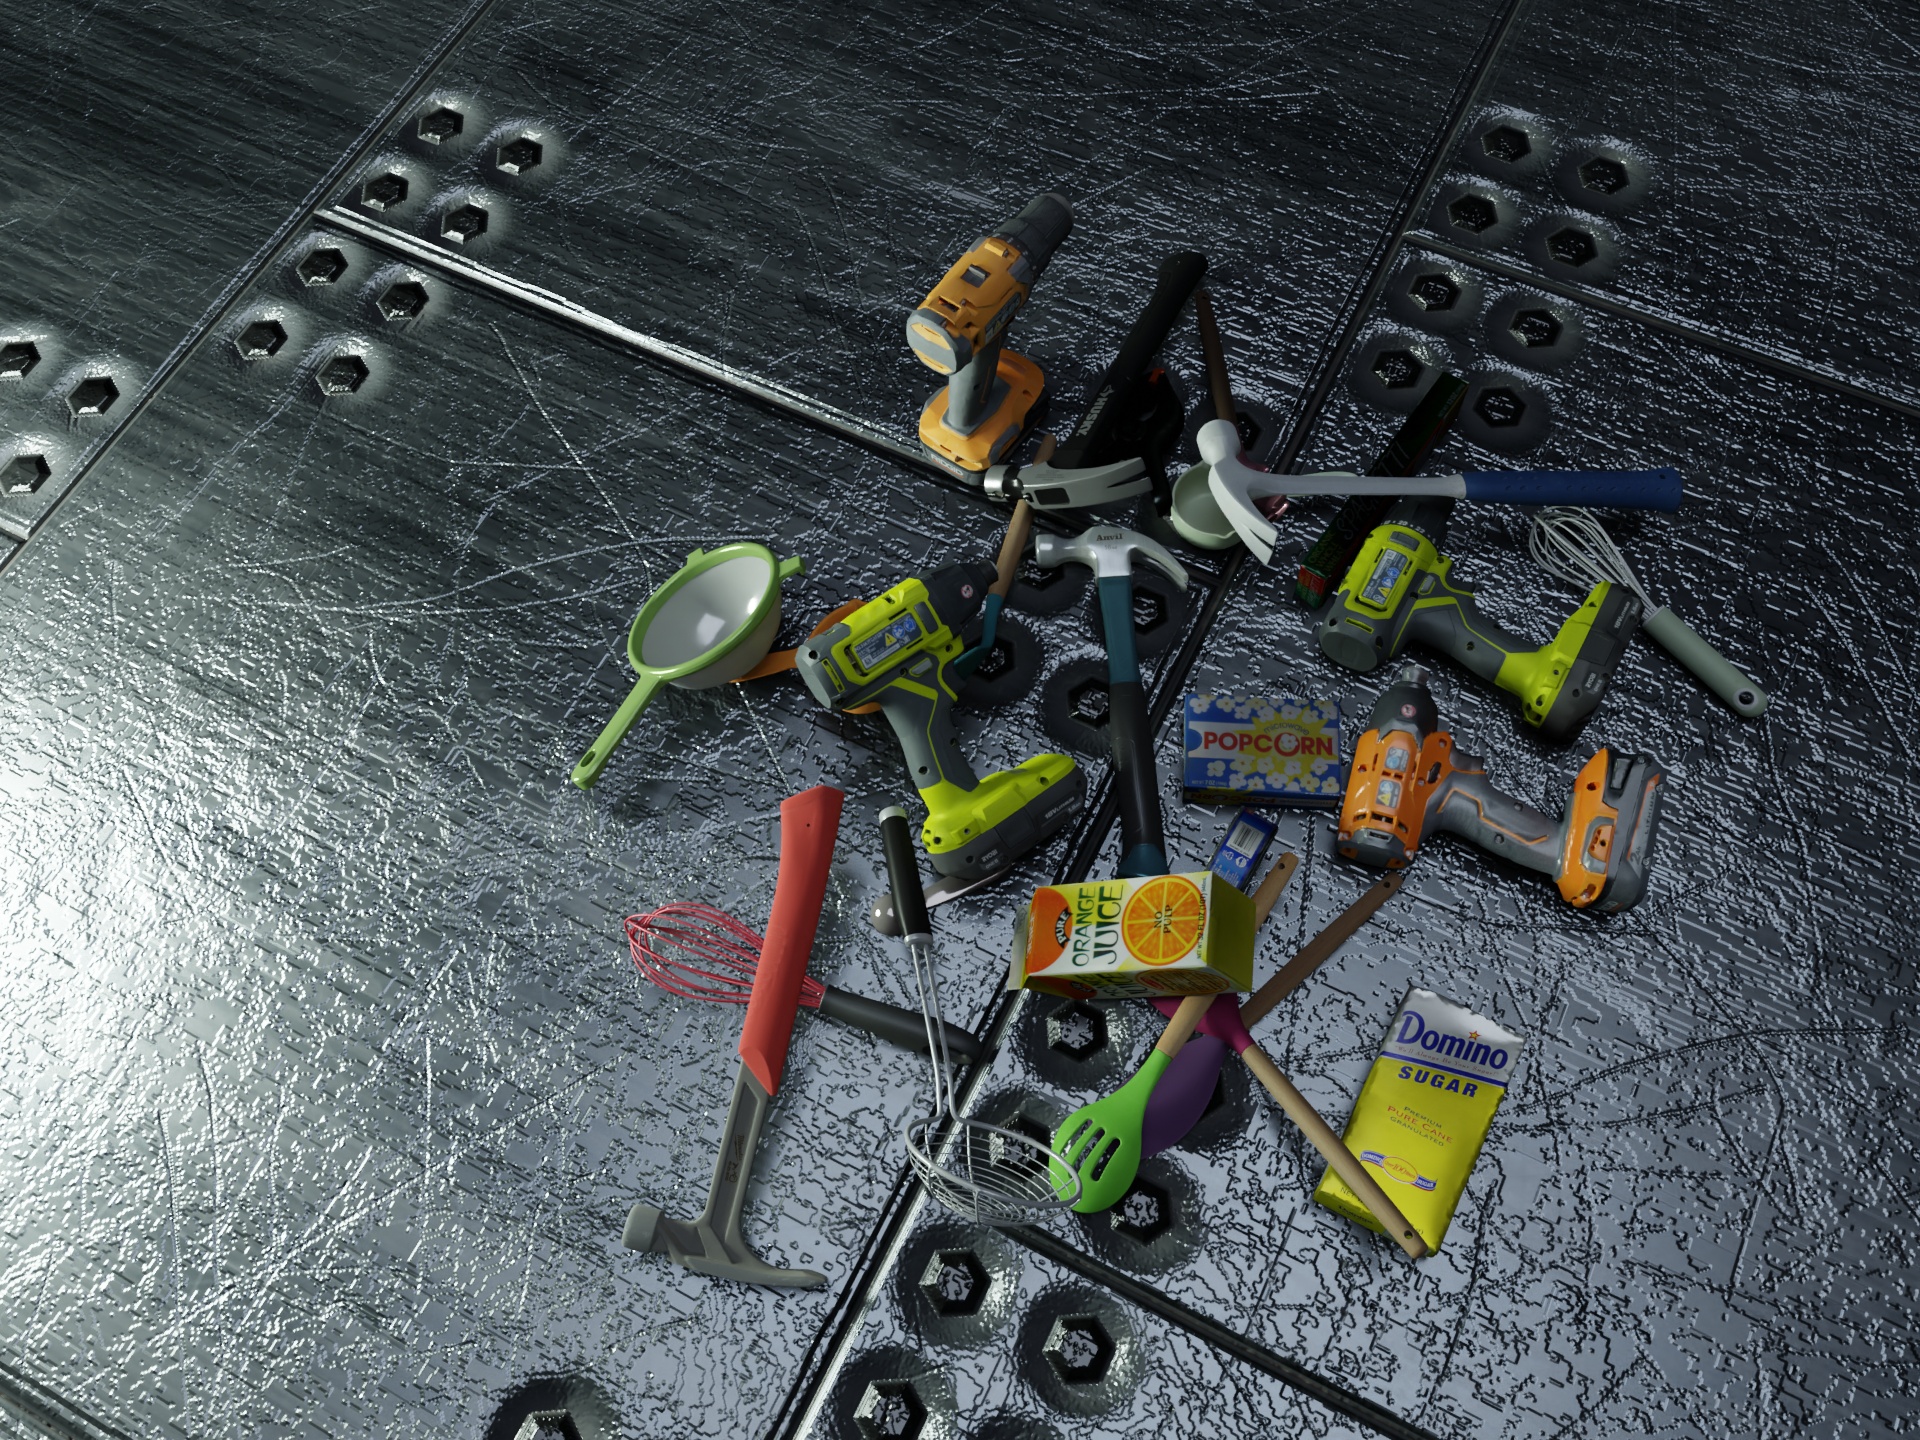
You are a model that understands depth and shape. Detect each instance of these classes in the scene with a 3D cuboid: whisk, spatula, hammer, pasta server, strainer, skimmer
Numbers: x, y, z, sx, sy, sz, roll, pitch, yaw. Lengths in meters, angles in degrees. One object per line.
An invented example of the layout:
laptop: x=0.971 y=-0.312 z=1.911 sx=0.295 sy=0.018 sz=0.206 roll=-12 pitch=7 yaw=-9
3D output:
whisk: x=0.578 y=-0.093 z=1.340 sx=0.246 sy=0.059 sz=0.057 roll=47 pitch=112 yaw=17
spatula: x=0.228 y=0.222 z=1.220 sx=0.316 sy=0.018 sz=0.060 roll=-40 pitch=65 yaw=-14
hammer: x=0.153 y=-0.313 z=1.431 sx=0.146 sy=0.035 sz=0.335 roll=7 pitch=52 yaw=33
hammer: x=0.406 y=-0.189 z=1.320 sx=0.405 sy=0.035 sz=0.144 roll=-1 pitch=49 yaw=-9
pasta server: x=0.238 y=-0.284 z=1.416 sx=0.060 sy=0.040 sz=0.317 roll=2 pitch=53 yaw=-7
hammer: x=-0.132 y=0.226 z=1.173 sx=0.149 sy=0.036 sz=0.359 roll=13 pitch=79 yaw=-1
spatula: x=0.027 y=-0.131 z=1.378 sx=0.044 sy=0.082 sz=0.318 roll=20 pitch=62 yaw=-1
hammer: x=0.138 y=-0.016 z=1.328 sx=0.128 sy=0.033 sz=0.331 roll=-4 pitch=65 yaw=2
strainer: x=-0.226 y=-0.034 z=1.318 sx=0.151 sy=0.069 sz=0.256 roll=9 pitch=58 yaw=43
whisk: x=-0.123 y=0.207 z=1.223 sx=0.296 sy=0.073 sz=0.073 roll=19 pitch=67 yaw=5
skimmer: x=-0.004 y=0.201 z=1.168 sx=0.127 sy=0.090 sz=0.364 roll=13 pitch=46 yaw=-32

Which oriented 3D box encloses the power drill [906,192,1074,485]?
power drill: x=0.033 y=-0.330 z=1.372 sx=0.084 sy=0.226 sz=0.185 roll=33 pitch=71 yaw=16

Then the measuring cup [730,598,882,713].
measuring cup: x=-0.119 y=-0.042 z=1.350 sx=0.173 sy=0.052 sz=0.095 roll=-10 pitch=59 yaw=25

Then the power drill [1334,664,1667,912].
power drill: x=0.423 y=0.052 z=1.249 sx=0.226 sy=0.084 sz=0.164 roll=13 pitch=76 yaw=12

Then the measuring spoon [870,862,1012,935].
measuring spoon: x=-0.015 y=0.134 z=1.272 sx=0.124 sy=0.018 sz=0.034 roll=-24 pitch=66 yaw=-8

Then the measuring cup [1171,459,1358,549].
measuring cup: x=0.267 y=-0.193 z=1.403 sx=0.167 sy=0.038 sz=0.083 roll=-9 pitch=65 yaw=-4

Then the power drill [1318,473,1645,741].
power drill: x=0.439 y=-0.098 z=1.330 sx=0.228 sy=0.080 sz=0.191 roll=27 pitch=69 yaw=17

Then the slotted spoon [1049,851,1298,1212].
slotted spoon: x=0.164 y=0.227 z=1.190 sx=0.070 sy=0.031 sz=0.314 roll=28 pitch=75 yaw=35

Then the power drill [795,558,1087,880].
power drill: x=-0.002 y=-0.004 z=1.241 sx=0.171 sy=0.080 sz=0.223 roll=-33 pitch=103 yaw=-15

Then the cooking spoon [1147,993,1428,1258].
cooking spoon: x=0.229 y=0.262 z=1.172 sx=0.069 sy=0.017 sz=0.319 roll=-34 pitch=56 yaw=-9
